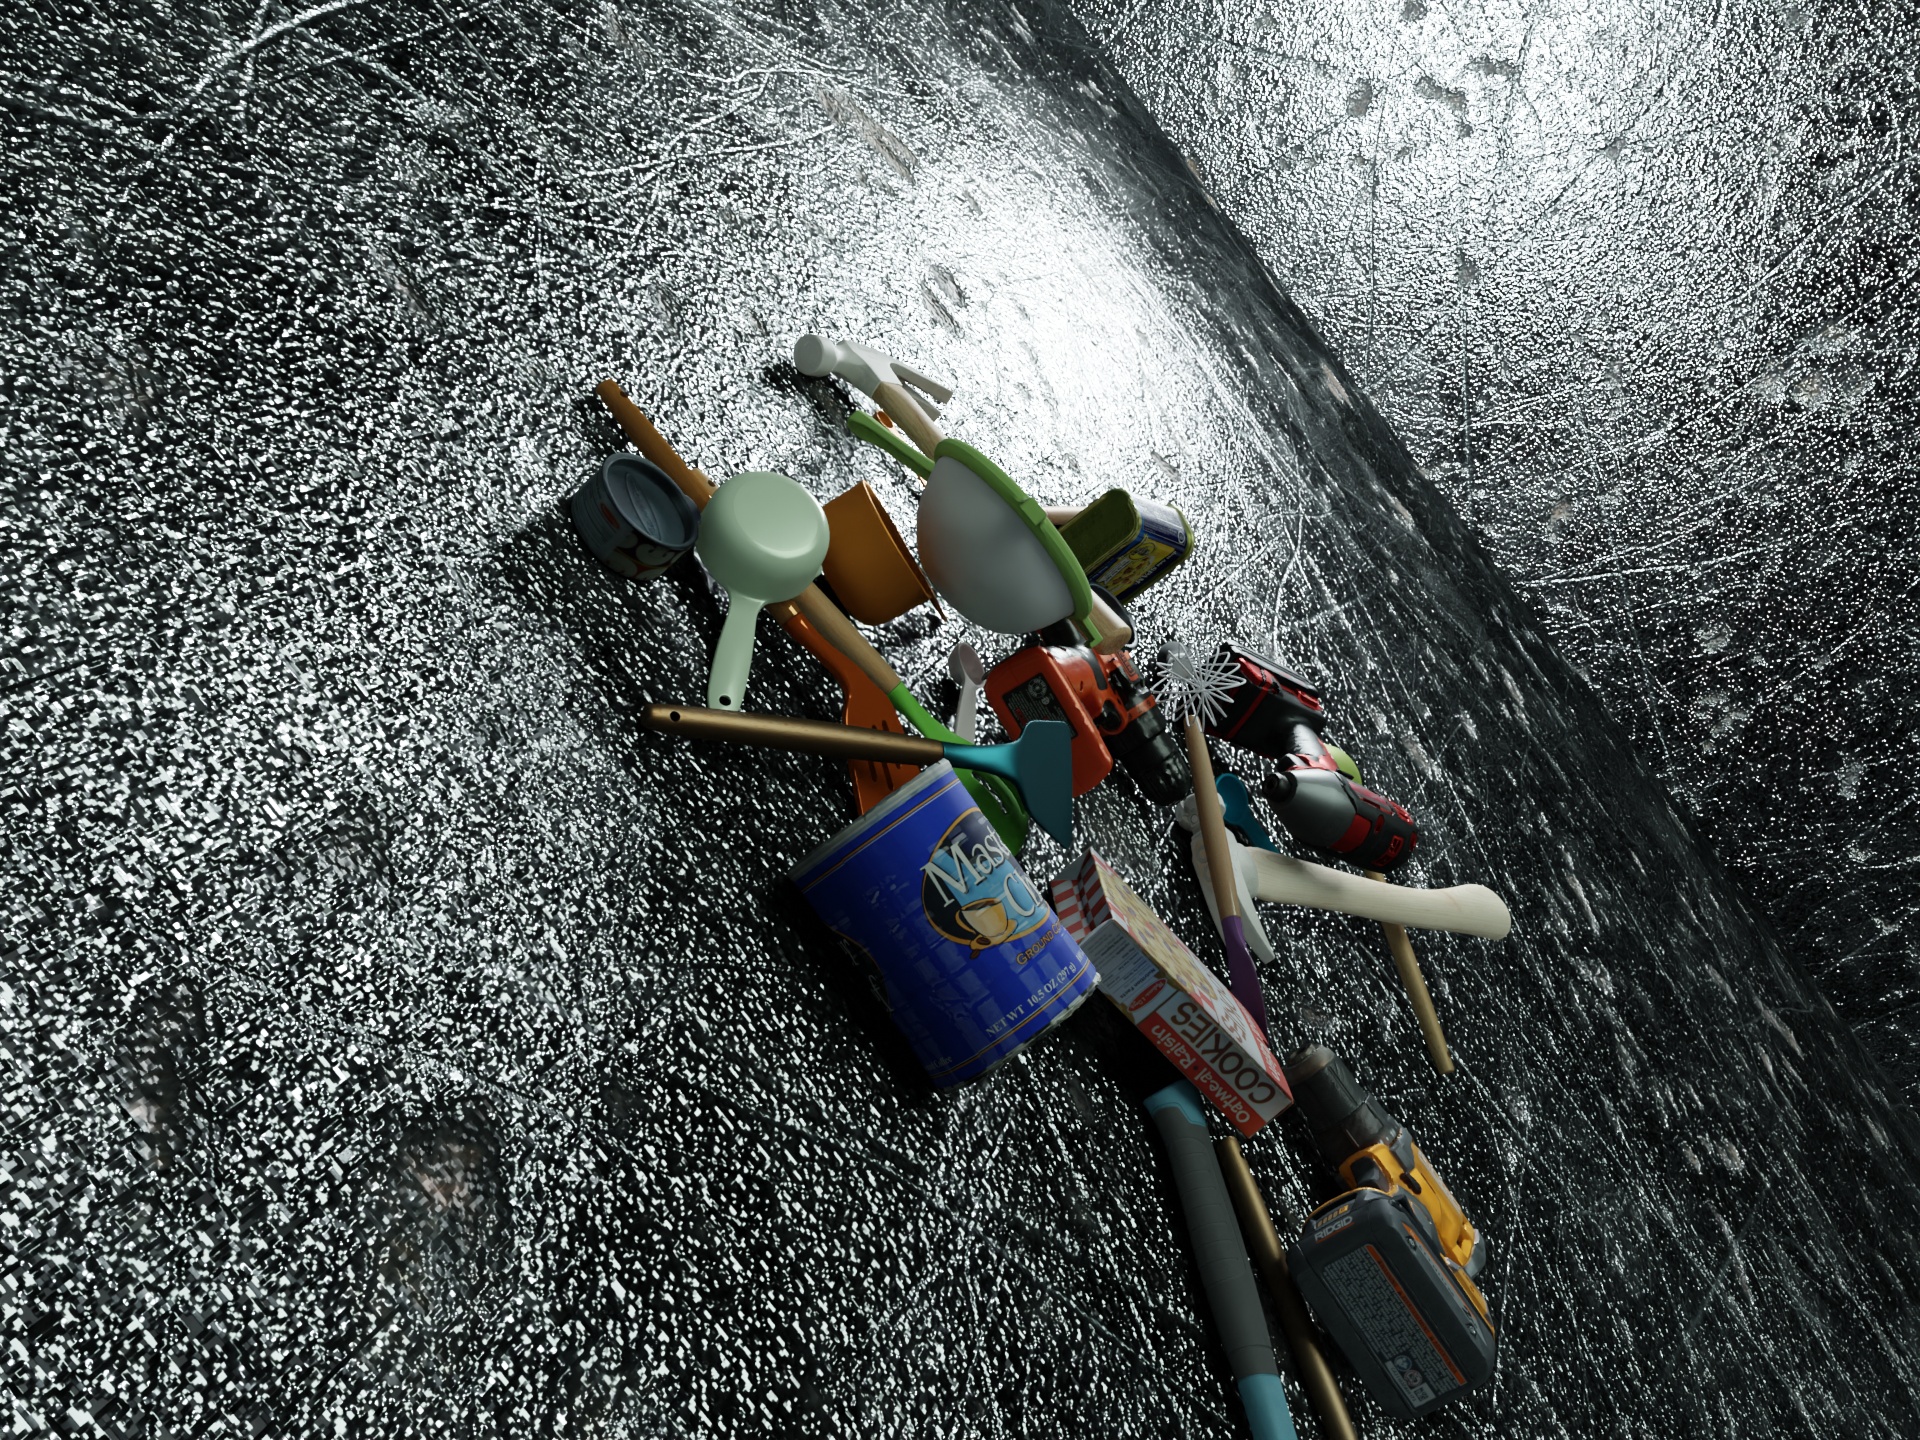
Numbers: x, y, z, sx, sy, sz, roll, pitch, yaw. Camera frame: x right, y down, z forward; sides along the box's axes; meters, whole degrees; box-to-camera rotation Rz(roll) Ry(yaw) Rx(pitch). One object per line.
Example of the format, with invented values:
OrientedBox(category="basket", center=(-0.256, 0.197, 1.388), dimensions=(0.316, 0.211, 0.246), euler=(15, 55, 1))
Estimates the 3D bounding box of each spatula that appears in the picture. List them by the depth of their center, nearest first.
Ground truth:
OrientedBox(category="spatula", center=(-0.041, 0.020, 0.914), dimensions=(0.317, 0.044, 0.082), euler=(9, 75, -36))
OrientedBox(category="spatula", center=(-0.121, -0.073, 0.951), dimensions=(0.322, 0.041, 0.081), euler=(51, 28, 6))
OrientedBox(category="spatula", center=(0.192, 0.122, 1.154), dimensions=(0.018, 0.059, 0.316), euler=(1, 51, -7))

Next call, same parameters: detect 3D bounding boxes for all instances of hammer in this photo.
OrientedBox(category="hammer", center=(0.159, 0.350, 0.877), dimensions=(0.128, 0.033, 0.331), euler=(26, 37, -40))
OrientedBox(category="hammer", center=(0.013, -0.171, 1.181), dimensions=(0.331, 0.031, 0.130), euler=(50, 29, 22))
OrientedBox(category="hammer", center=(0.342, 0.156, 1.324), dimensions=(0.410, 0.038, 0.146), euler=(14, 47, -39))

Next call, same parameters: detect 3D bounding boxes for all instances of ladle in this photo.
OrientedBox(category="ladle", center=(0.366, 0.163, 1.422), dimensions=(0.078, 0.062, 0.320), euler=(21, 47, -53))

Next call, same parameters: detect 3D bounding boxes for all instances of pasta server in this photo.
OrientedBox(category="pasta server", center=(0.086, -0.184, 1.384), dimensions=(0.060, 0.040, 0.316), euler=(48, 24, 15))

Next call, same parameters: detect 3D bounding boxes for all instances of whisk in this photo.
OrientedBox(category="whisk", center=(0.179, -0.039, 1.277), dimensions=(0.070, 0.070, 0.284), euler=(51, 7, -4))

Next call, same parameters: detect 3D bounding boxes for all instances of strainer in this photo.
OrientedBox(category="strainer", center=(-0.018, -0.136, 1.079), dimensions=(0.257, 0.069, 0.151), euler=(41, -10, 37))

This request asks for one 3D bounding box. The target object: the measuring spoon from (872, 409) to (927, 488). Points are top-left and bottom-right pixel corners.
OrientedBox(category="measuring spoon", center=(-0.034, -0.192, 1.240), dimensions=(0.117, 0.011, 0.021), euler=(55, 27, -3))

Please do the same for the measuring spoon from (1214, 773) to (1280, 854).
OrientedBox(category="measuring spoon", center=(0.239, 0.099, 1.318), dimensions=(0.128, 0.021, 0.042), euler=(54, 50, -17))

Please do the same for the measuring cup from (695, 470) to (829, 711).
OrientedBox(category="measuring cup", center=(-0.117, -0.074, 0.901), dimensions=(0.083, 0.038, 0.168), euler=(19, 53, -17))

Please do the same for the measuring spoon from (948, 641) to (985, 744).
OrientedBox(category="measuring spoon", center=(-0.002, -0.003, 1.067), dimensions=(0.034, 0.018, 0.124), euler=(48, 32, -35))

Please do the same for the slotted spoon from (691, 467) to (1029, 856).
OrientedBox(category="slotted spoon", center=(-0.060, -0.038, 0.992), dimensions=(0.313, 0.031, 0.070), euler=(47, 30, -6))

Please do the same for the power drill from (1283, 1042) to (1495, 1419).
OrientedBox(category="power drill", center=(0.264, 0.313, 1.019), dimensions=(0.185, 0.084, 0.226), euler=(56, 17, 5))

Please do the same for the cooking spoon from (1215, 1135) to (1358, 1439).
OrientedBox(category="cooking spoon", center=(0.213, 0.395, 0.925), dimensions=(0.068, 0.017, 0.319), euler=(21, 42, -49))

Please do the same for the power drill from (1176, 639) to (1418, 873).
OrientedBox(category="power drill", center=(0.269, 0.030, 1.301), dimensions=(0.143, 0.078, 0.220), euler=(23, 23, -29))

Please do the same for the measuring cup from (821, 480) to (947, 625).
OrientedBox(category="measuring cup", center=(-0.051, -0.091, 1.062), dimensions=(0.095, 0.052, 0.173), euler=(62, 4, 23))
